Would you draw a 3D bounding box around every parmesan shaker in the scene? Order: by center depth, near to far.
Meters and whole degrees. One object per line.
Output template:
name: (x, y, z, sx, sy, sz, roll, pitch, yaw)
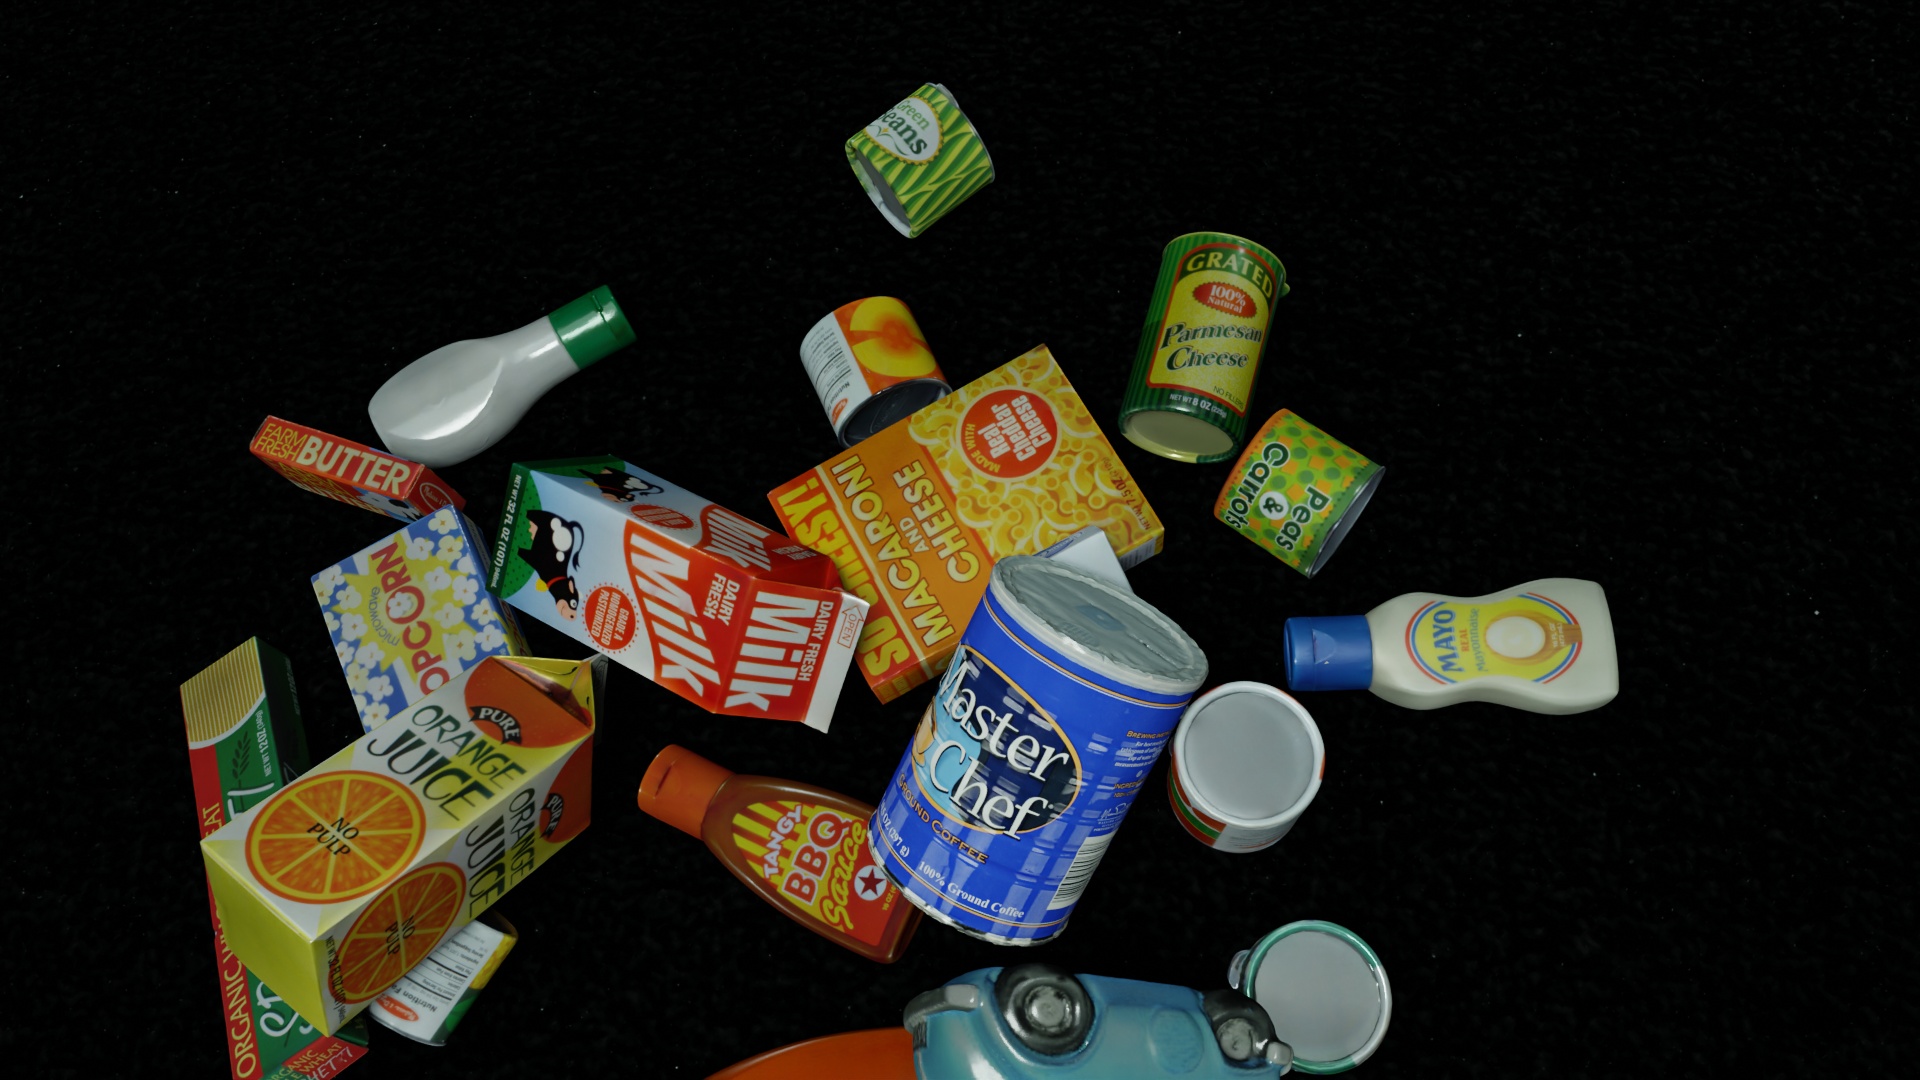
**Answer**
parmesan shaker: (0.129, -0.099, 0.726, 0.071, 0.071, 0.103, 13, 73, 12)

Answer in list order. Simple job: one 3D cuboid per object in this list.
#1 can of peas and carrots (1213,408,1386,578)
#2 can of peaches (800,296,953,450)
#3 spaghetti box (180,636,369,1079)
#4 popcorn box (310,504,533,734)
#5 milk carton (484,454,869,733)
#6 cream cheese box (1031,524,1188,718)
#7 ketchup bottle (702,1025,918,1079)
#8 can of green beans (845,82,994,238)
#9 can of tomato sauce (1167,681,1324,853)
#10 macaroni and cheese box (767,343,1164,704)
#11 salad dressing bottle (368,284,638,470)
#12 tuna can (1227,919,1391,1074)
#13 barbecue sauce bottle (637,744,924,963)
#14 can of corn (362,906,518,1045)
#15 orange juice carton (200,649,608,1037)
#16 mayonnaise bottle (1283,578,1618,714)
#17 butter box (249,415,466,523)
can of peas and carrots: (0.167, -0.023, 0.691, 0.059, 0.070, 0.071, 35, 78, 18)
can of peaches: (-0.044, -0.089, 0.745, 0.071, 0.071, 0.058, -26, 69, -2)
spaghetti box: (-0.335, 0.149, 0.670, 0.050, 0.028, 0.251, -34, 51, 0)
popcorn box: (-0.279, 0.055, 0.734, 0.085, 0.038, 0.127, -28, 69, -5)
milk carton: (-0.134, 0.024, 0.685, 0.191, 0.073, 0.072, 25, 106, 21)
cream cheese box: (0.066, 0.050, 0.677, 0.053, 0.024, 0.103, -28, 99, -5)
ketchup bottle: (-0.082, 0.261, 0.631, 0.149, 0.043, 0.065, -8, 63, 4)
can of green beans: (-0.023, -0.214, 0.786, 0.058, 0.071, 0.071, -37, 70, -6)
can of tomato sauce: (0.129, 0.104, 0.641, 0.071, 0.083, 0.071, -2, 70, 6)
macaroni and cheese box: (0.003, -0.009, 0.722, 0.166, 0.040, 0.124, -29, 70, -4)
salad dressing bottle: (-0.255, -0.094, 0.784, 0.148, 0.044, 0.064, -30, 67, -5)
tuna can: (0.157, 0.205, 0.628, 0.071, 0.032, 0.071, -2, 70, 6)
barbecue sauce bottle: (-0.085, 0.145, 0.674, 0.149, 0.043, 0.065, 23, 78, 15)
can of corn: (-0.257, 0.197, 0.667, 0.071, 0.071, 0.058, 30, 76, 16)
orange juice carton: (-0.233, 0.122, 0.636, 0.073, 0.071, 0.194, 30, 41, 20)
mayonnaise bottle: (0.233, 0.053, 0.670, 0.148, 0.041, 0.065, -2, 72, 6)
butter box: (-0.332, -0.036, 0.766, 0.103, 0.053, 0.024, 17, 71, 13)
